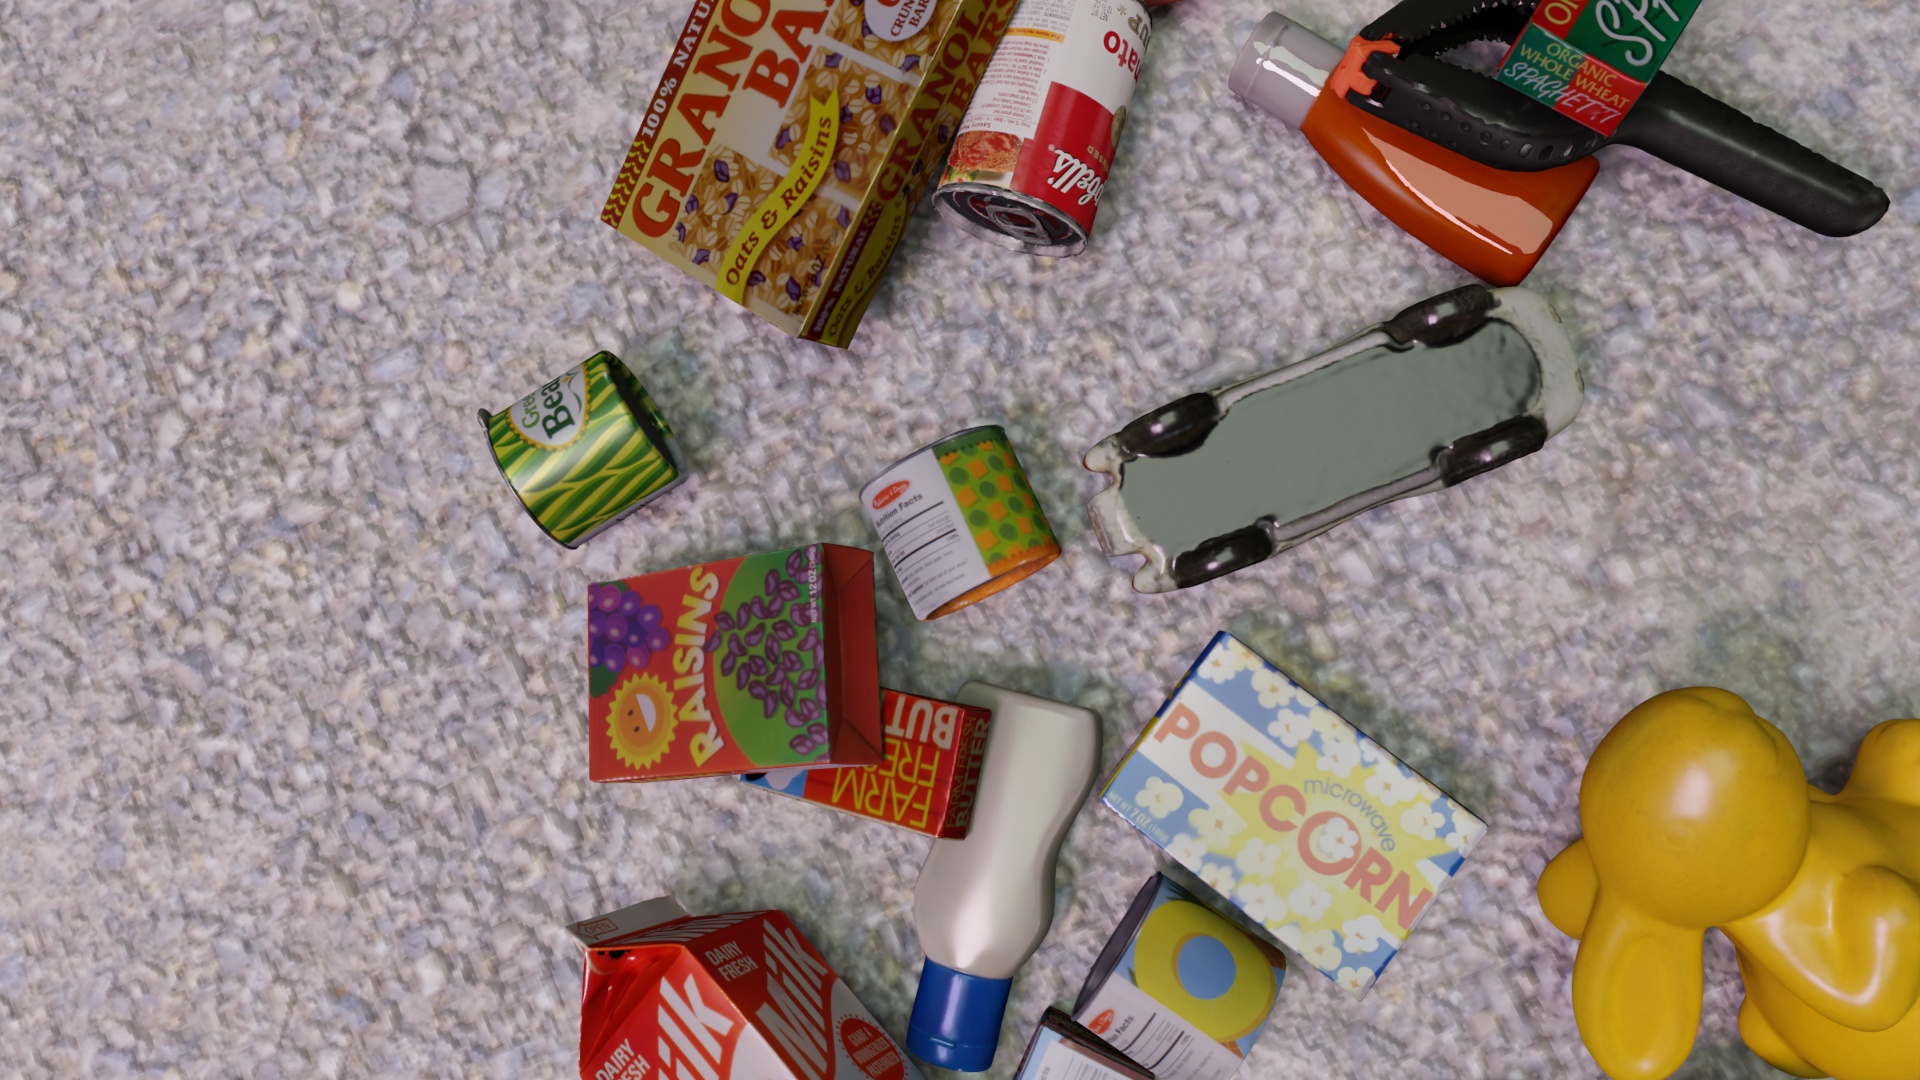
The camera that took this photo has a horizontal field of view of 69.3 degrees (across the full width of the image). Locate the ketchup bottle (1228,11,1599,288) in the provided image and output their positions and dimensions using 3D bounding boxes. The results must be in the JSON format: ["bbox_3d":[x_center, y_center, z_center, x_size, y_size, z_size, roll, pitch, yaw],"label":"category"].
[{"bbox_3d":[0.183,-0.168,0.577,0.149,0.043,0.065,35,79,10],"label":"ketchup bottle"}]

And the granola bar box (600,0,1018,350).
[{"bbox_3d":[-0.065,-0.180,0.577,0.124,0.039,0.165,33,101,25],"label":"granola bar box"}]

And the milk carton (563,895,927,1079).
[{"bbox_3d":[-0.073,0.211,0.529,0.191,0.072,0.073,44,103,20],"label":"milk carton"}]

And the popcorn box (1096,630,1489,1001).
[{"bbox_3d":[0.129,0.106,0.551,0.127,0.038,0.085,37,88,9],"label":"popcorn box"}]

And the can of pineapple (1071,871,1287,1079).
[{"bbox_3d":[0.085,0.170,0.535,0.058,0.071,0.071,32,88,8],"label":"can of pineapple"}]

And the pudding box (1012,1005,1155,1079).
[{"bbox_3d":[0.038,0.236,0.549,0.050,0.030,0.084,24,86,8],"label":"pudding box"}]

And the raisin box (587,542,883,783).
[{"bbox_3d":[-0.093,0.051,0.560,0.123,0.040,0.086,-10,78,29],"label":"raisin box"}]

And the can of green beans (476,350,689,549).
[{"bbox_3d":[-0.157,-0.039,0.588,0.058,0.071,0.071,-31,81,2],"label":"can of green beans"}]

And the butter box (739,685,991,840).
[{"bbox_3d":[-0.039,0.084,0.560,0.103,0.024,0.053,8,83,33],"label":"butter box"}]

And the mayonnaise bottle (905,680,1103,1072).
[{"bbox_3d":[0.012,0.134,0.560,0.065,0.041,0.148,13,86,15],"label":"mayonnaise bottle"}]

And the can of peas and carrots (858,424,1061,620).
[{"bbox_3d":[0.002,-0.007,0.568,0.071,0.071,0.059,-26,81,3],"label":"can of peas and carrots"}]

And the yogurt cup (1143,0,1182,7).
[{"bbox_3d":[0.078,-0.259,0.592,0.054,0.072,0.072,-15,82,13],"label":"yogurt cup"}]

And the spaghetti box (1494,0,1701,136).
[{"bbox_3d":[0.286,-0.254,0.544,0.050,0.028,0.251,33,67,10],"label":"spaghetti box"}]
